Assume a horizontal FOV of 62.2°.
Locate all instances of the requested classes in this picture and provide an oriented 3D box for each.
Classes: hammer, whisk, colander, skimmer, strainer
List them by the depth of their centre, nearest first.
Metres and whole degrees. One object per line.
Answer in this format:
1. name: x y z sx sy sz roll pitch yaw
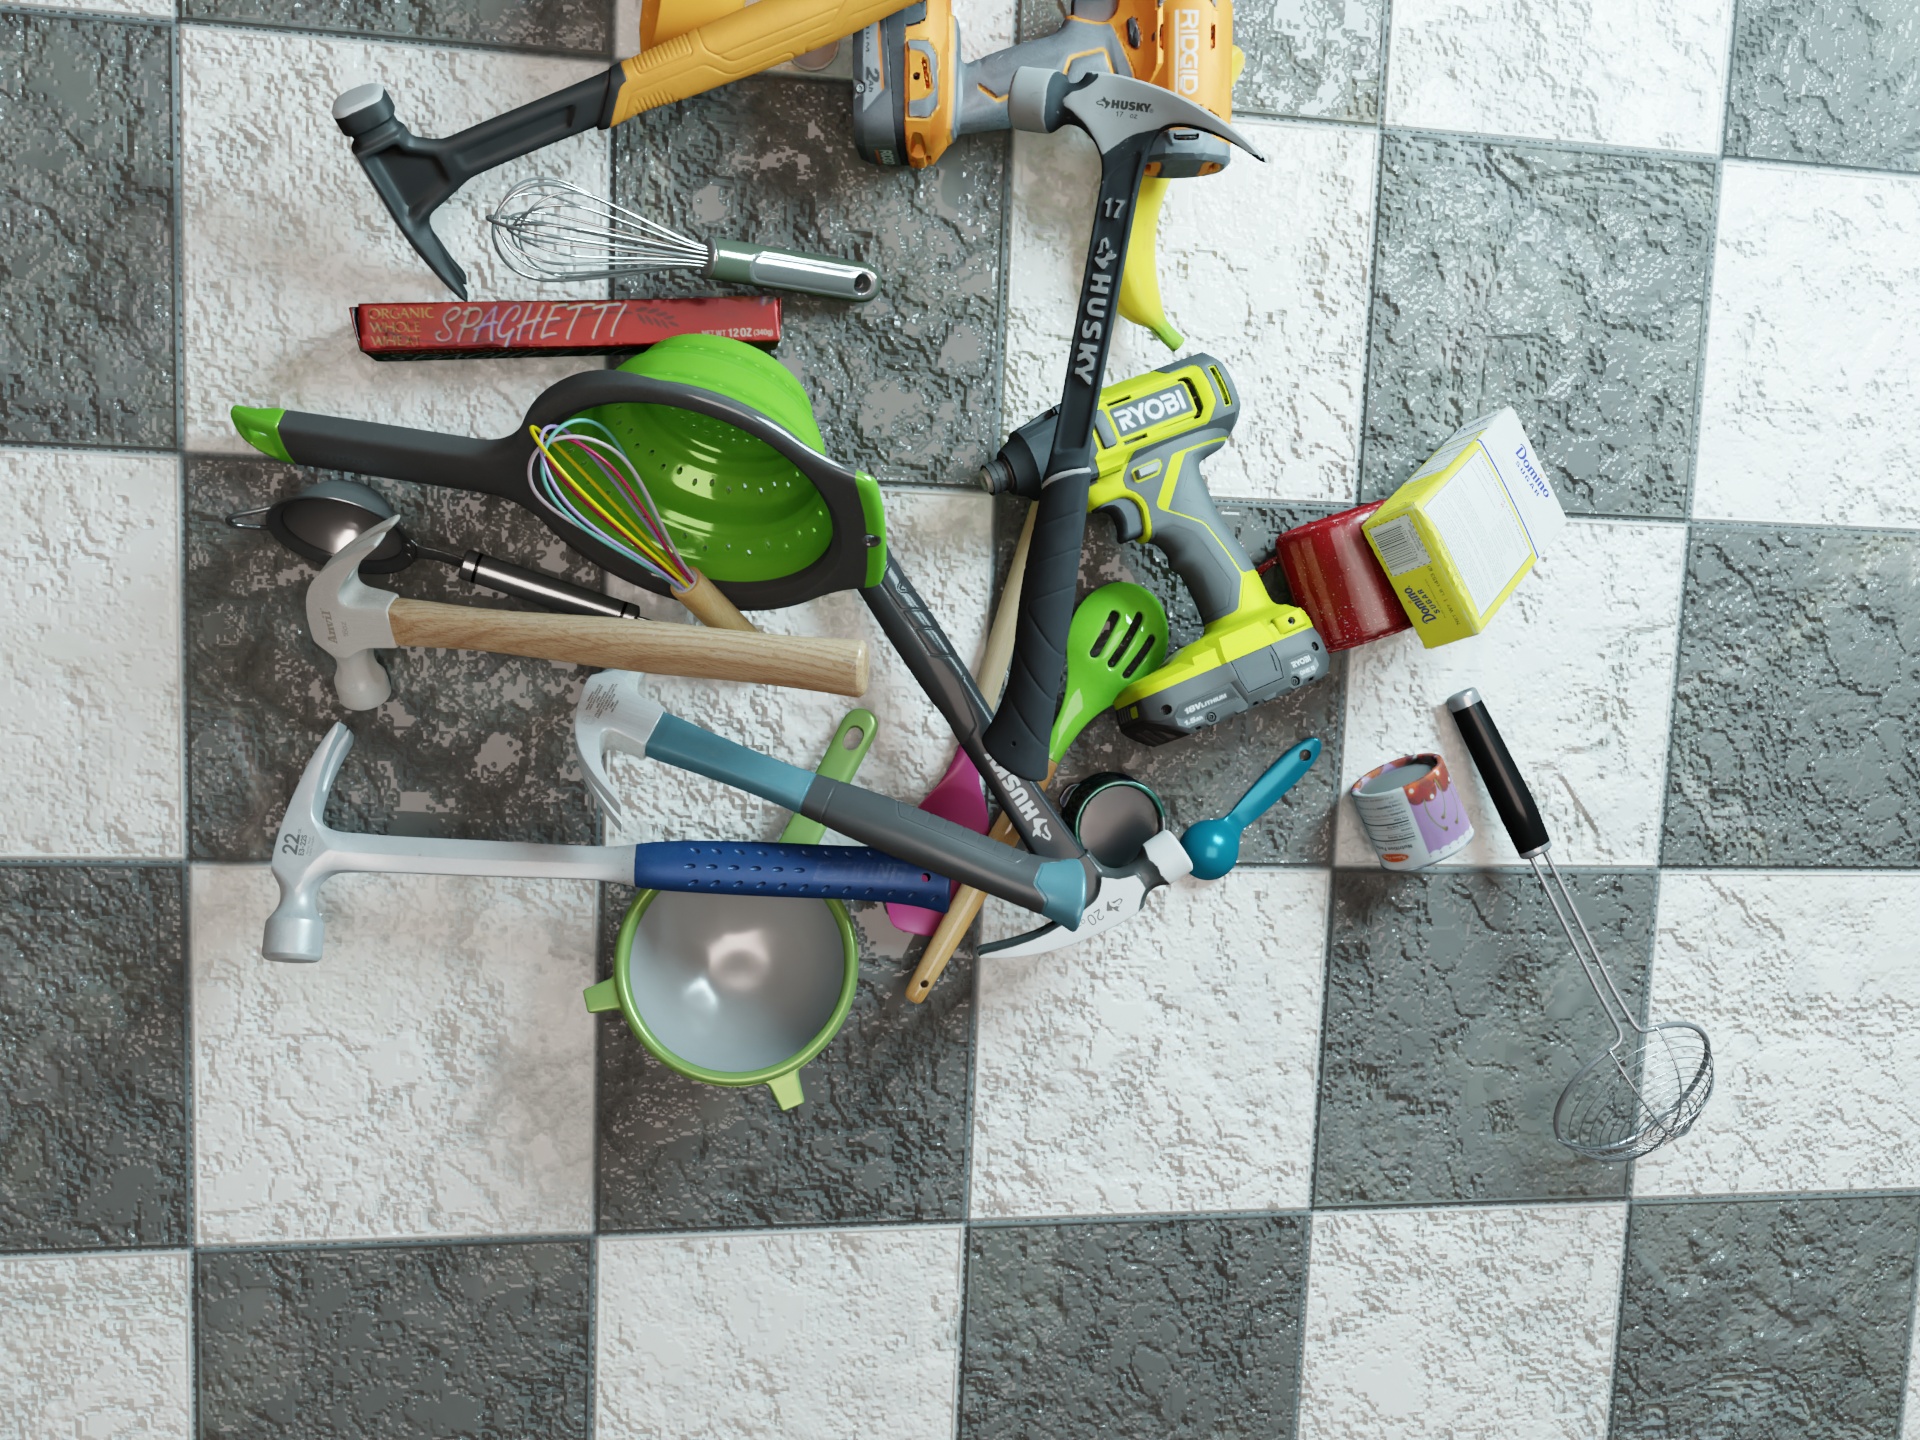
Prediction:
1. hammer: -0.174 -0.358 0.910 0.337 0.034 0.127 -22 135 3
2. hammer: -0.218 -0.049 0.923 0.331 0.031 0.130 6 132 5
3. whisk: -0.173 -0.096 0.931 0.051 0.047 0.244 -61 145 -15
4. hammer: 0.071 -0.161 0.933 0.149 0.036 0.409 14 105 18
5. whisk: -0.157 -0.276 0.944 0.246 0.059 0.057 0 113 -30
6. colander: -0.230 -0.173 0.949 0.397 0.204 0.095 9 60 5
7. strainer: -0.302 -0.097 0.959 0.258 0.087 0.050 18 63 -11
8. hammer: -0.078 0.048 0.959 0.331 0.033 0.128 21 56 4
9. hammer: -0.208 0.082 0.970 0.405 0.035 0.144 3 76 -4
10. hammer: -0.002 -0.003 1.015 0.146 0.035 0.335 -33 92 -1
11. strainer: -0.118 0.111 1.024 0.151 0.069 0.256 26 74 2
12. skimmer: 0.422 0.145 1.130 0.127 0.090 0.363 -26 90 -3

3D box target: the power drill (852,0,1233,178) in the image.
1. power drill: 0.051 -0.414 0.958 0.226 0.084 0.164 1 96 2

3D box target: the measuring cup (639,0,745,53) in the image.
1. measuring cup: -0.154 -0.470 0.945 0.052 0.095 0.174 7 76 -20

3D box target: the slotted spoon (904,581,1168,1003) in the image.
1. slotted spoon: 0.047 0.049 1.048 0.070 0.031 0.314 30 89 -13

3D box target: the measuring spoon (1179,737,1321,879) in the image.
1. measuring spoon: 0.202 0.059 1.085 0.128 0.021 0.042 -45 102 -1

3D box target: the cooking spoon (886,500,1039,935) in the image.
1. cooking spoon: 0.015 -0.011 1.048 0.068 0.017 0.319 15 94 -24

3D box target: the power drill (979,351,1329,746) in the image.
1. power drill: 0.123 -0.104 1.006 0.171 0.080 0.223 -22 87 -14

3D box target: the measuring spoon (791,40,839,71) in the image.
1. measuring spoon: -0.118 -0.453 0.980 0.034 0.018 0.124 -35 94 -4
